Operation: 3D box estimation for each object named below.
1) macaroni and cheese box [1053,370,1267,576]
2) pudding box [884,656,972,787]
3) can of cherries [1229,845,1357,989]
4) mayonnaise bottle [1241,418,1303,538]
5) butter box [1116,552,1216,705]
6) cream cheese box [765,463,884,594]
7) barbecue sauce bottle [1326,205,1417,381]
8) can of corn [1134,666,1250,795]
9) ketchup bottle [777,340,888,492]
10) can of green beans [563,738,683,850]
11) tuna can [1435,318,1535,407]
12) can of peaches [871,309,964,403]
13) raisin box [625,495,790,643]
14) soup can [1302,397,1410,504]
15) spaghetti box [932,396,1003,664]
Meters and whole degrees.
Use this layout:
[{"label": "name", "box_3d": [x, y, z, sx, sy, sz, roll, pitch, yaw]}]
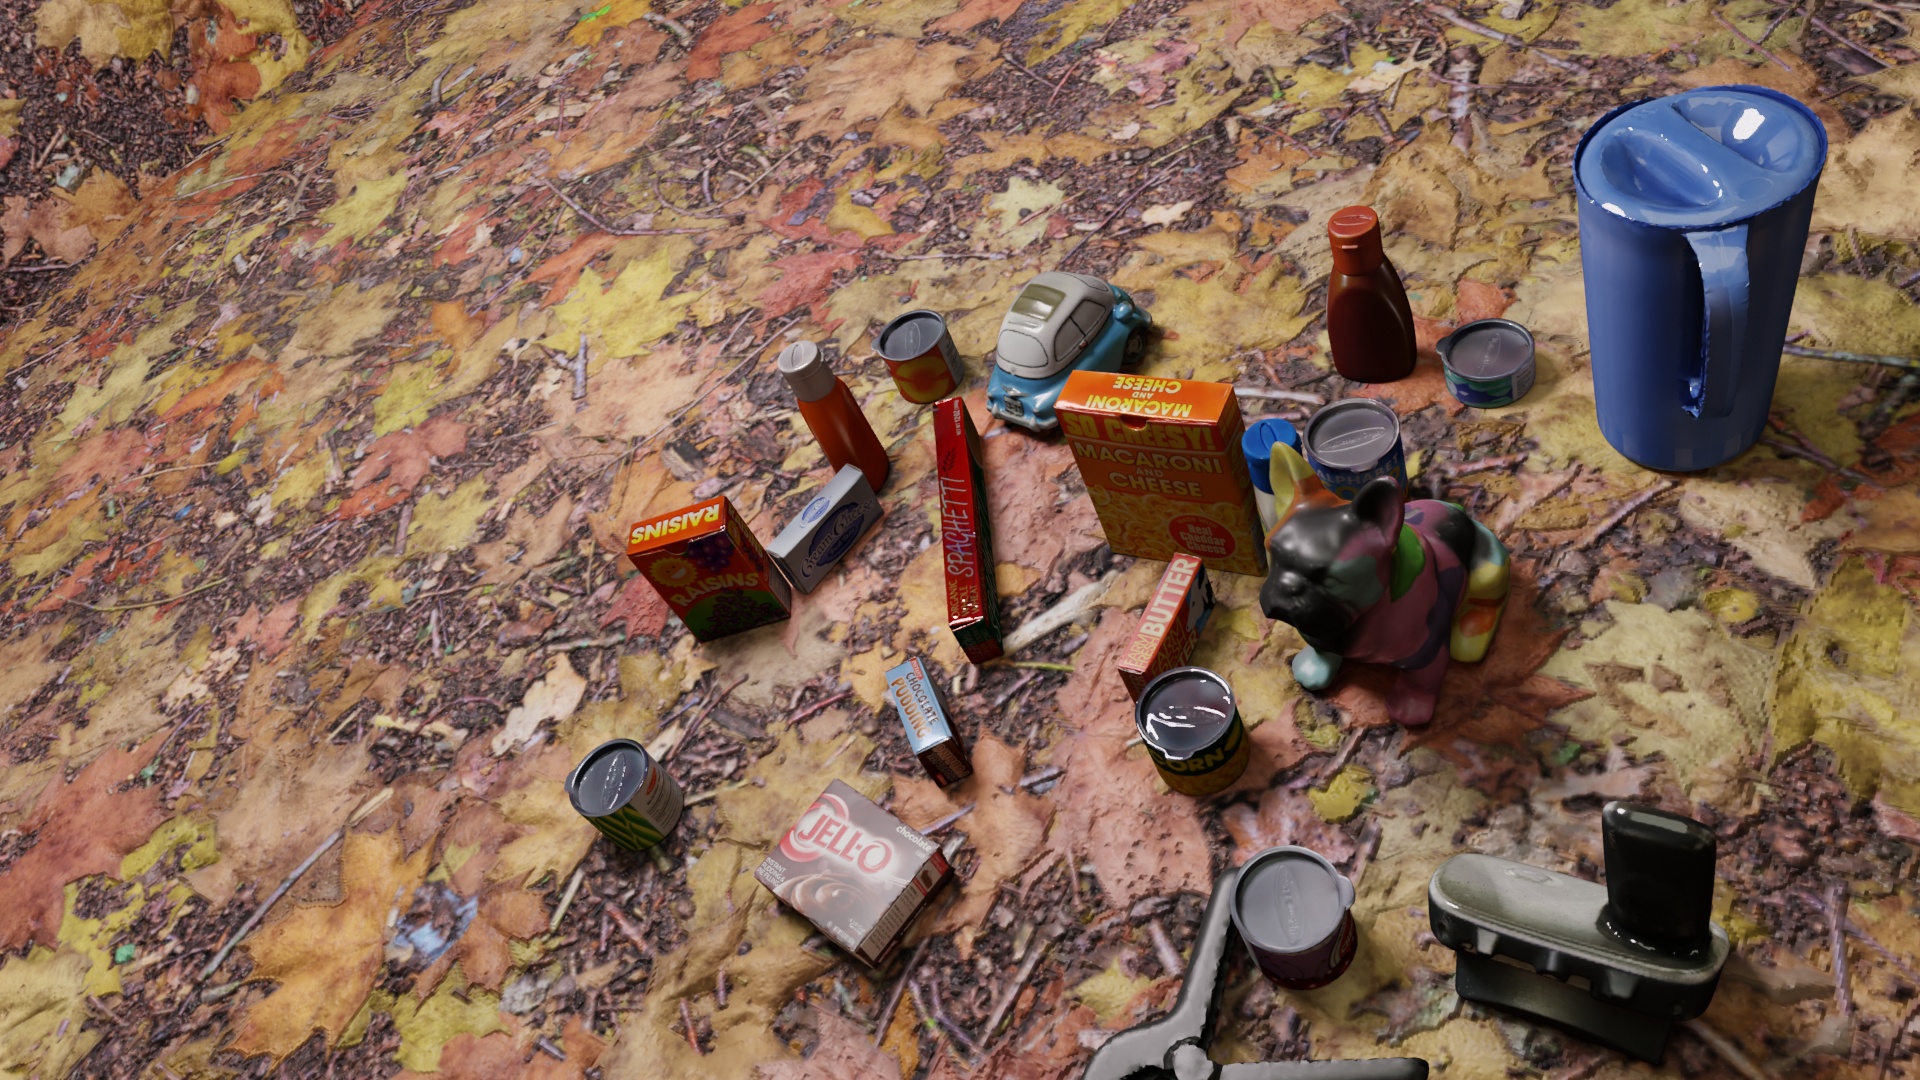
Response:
[{"label": "macaroni and cheese box", "box_3d": [0.150, -0.046, 0.998, 0.124, 0.165, 0.040, 9, 56, 31]}, {"label": "pudding box", "box_3d": [-0.023, 0.131, 1.005, 0.030, 0.049, 0.084, -27, 45, 1]}, {"label": "can of cherries", "box_3d": [0.199, 0.222, 0.816, 0.071, 0.058, 0.072, -13, 47, 15]}, {"label": "mayonnaise bottle", "box_3d": [0.224, -0.022, 0.955, 0.041, 0.147, 0.065, -17, 46, 11]}, {"label": "butter box", "box_3d": [0.147, 0.065, 0.981, 0.024, 0.053, 0.104, 12, 58, 33]}, {"label": "cream cheese box", "box_3d": [-0.112, -0.009, 1.166, 0.024, 0.053, 0.104, 26, 65, 39]}, {"label": "barbecue sauce bottle", "box_3d": [0.309, -0.186, 1.059, 0.065, 0.148, 0.044, 4, 54, 28]}, {"label": "can of corn", "box_3d": [0.154, 0.129, 0.919, 0.071, 0.058, 0.071, -13, 47, 15]}, {"label": "ketchup bottle", "box_3d": [-0.107, -0.106, 1.181, 0.043, 0.148, 0.065, -15, 47, 13]}, {"label": "can of green beans", "box_3d": [-0.252, 0.193, 1.050, 0.071, 0.057, 0.071, -13, 47, 15]}, {"label": "tuna can", "box_3d": [0.398, -0.135, 1.054, 0.071, 0.032, 0.071, -13, 47, 14]}, {"label": "can of peaches", "box_3d": [-0.038, -0.167, 1.266, 0.071, 0.057, 0.071, -13, 47, 15]}, {"label": "raisin box", "box_3d": [-0.202, 0.026, 1.128, 0.086, 0.123, 0.040, -16, 47, 12]}, {"label": "soup can", "box_3d": [0.285, -0.048, 0.995, 0.071, 0.083, 0.072, -13, 47, 15]}, {"label": "spaghetti box", "box_3d": [0.004, -0.014, 1.118, 0.028, 0.050, 0.251, -16, 46, 12]}]
